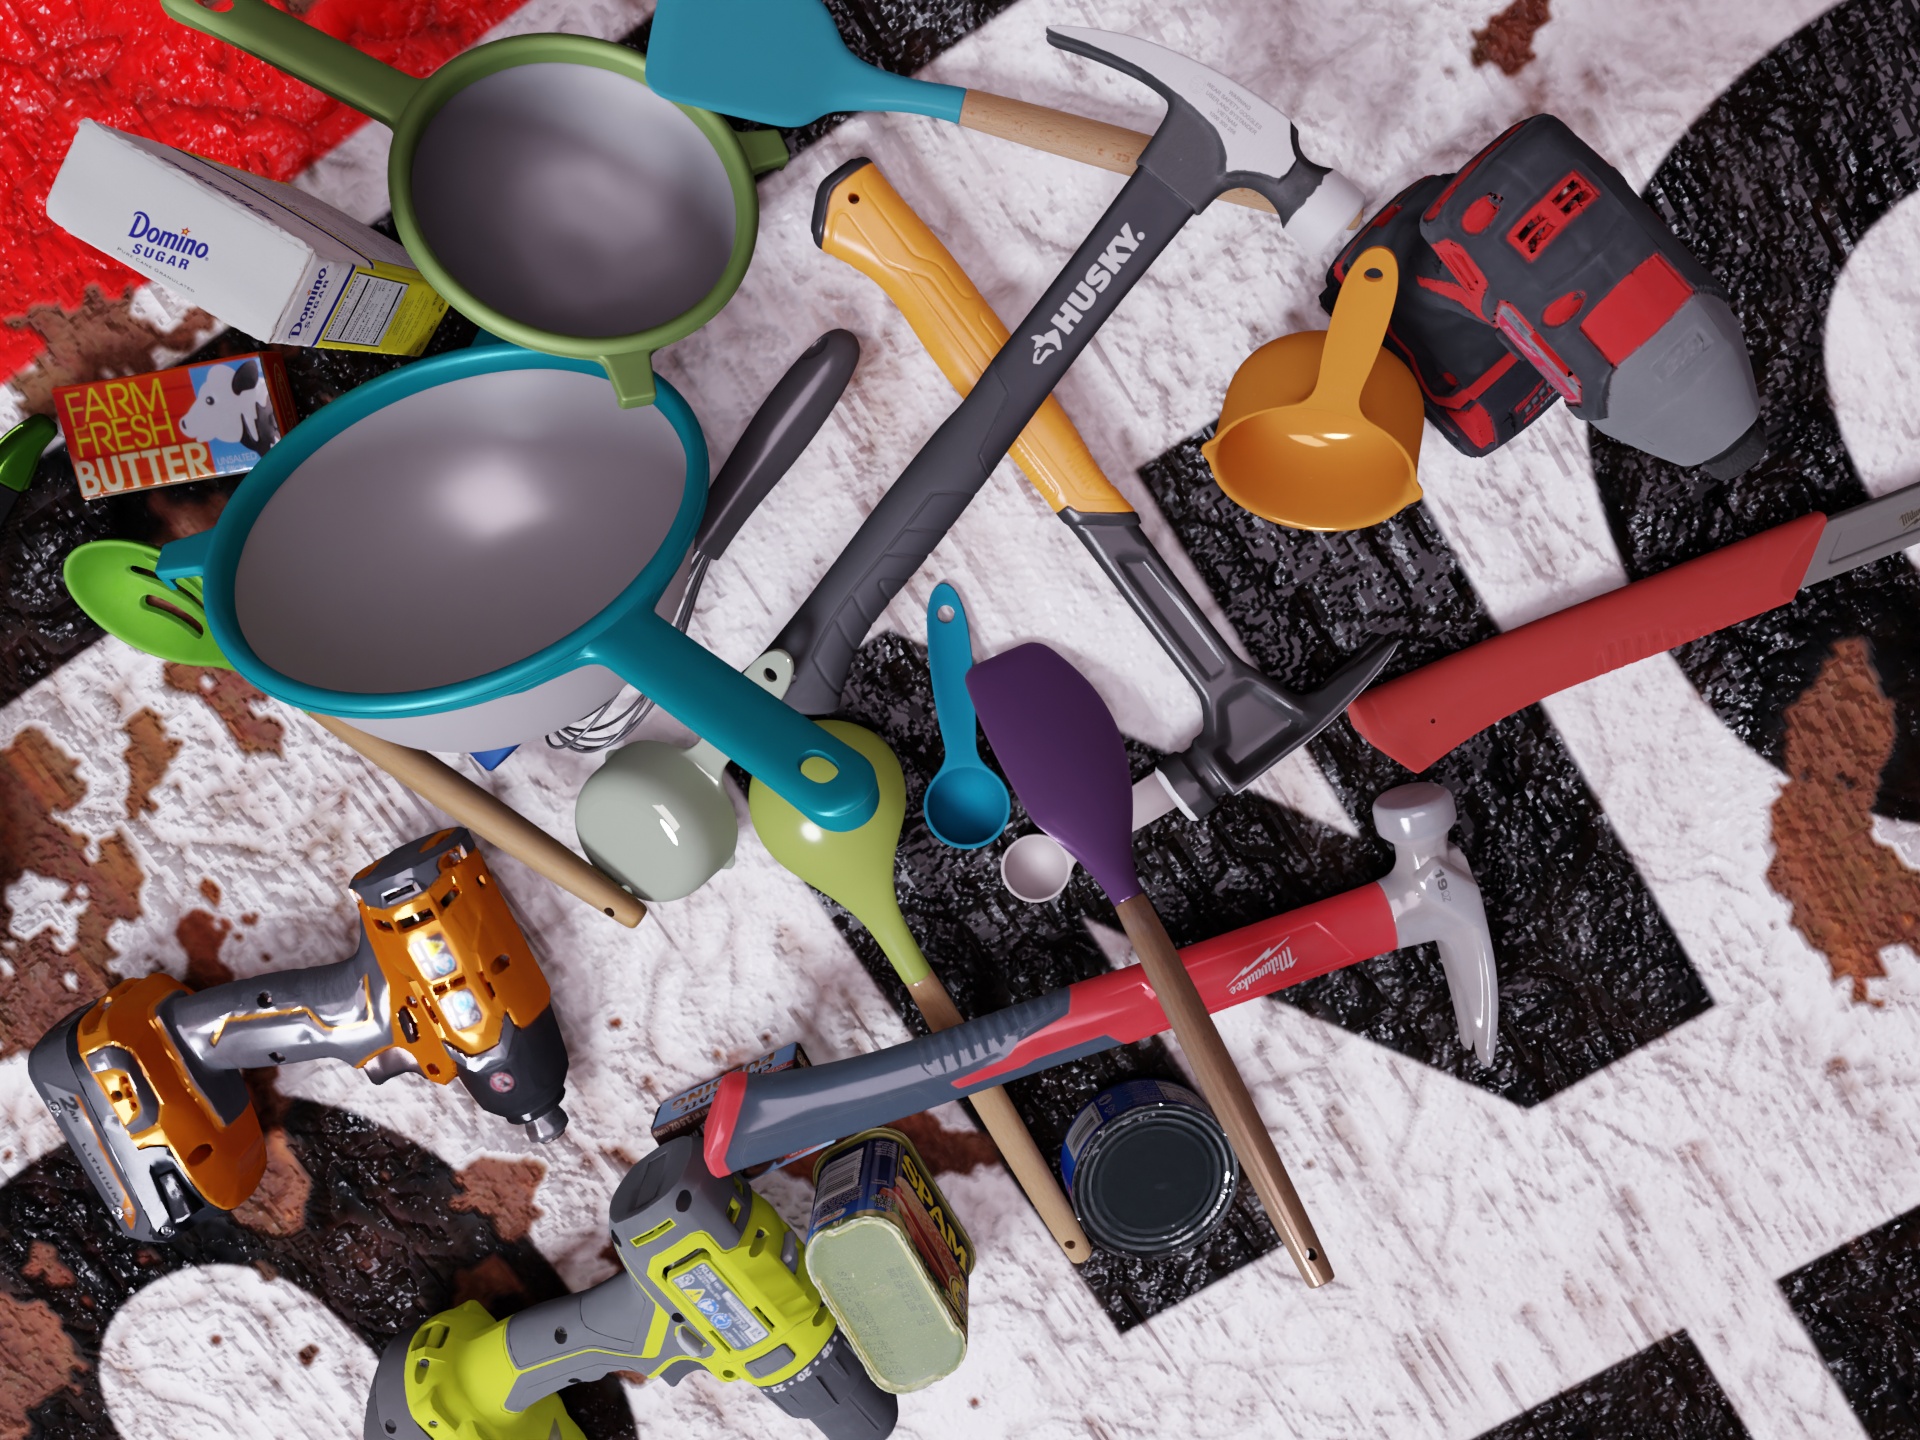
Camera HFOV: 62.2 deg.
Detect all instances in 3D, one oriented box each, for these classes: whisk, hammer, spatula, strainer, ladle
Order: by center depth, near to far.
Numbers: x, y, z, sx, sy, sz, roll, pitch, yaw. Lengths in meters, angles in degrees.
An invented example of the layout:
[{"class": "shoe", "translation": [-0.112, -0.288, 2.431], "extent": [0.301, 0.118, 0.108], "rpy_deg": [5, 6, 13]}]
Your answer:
[{"class": "strainer", "translation": [-0.153, -0.030, 0.651], "extent": [0.341, 0.095, 0.211], "rpy_deg": [33, 64, 28]}, {"class": "strainer", "translation": [-0.213, -0.235, 0.678], "extent": [0.256, 0.069, 0.151], "rpy_deg": [26, 69, -8]}, {"class": "hammer", "translation": [0.010, -0.137, 0.690], "extent": [0.146, 0.035, 0.334], "rpy_deg": [38, 103, -5]}, {"class": "spatula", "translation": [0.027, -0.264, 0.693], "extent": [0.317, 0.044, 0.082], "rpy_deg": [14, 85, -4]}, {"class": "spatula", "translation": [0.090, 0.104, 0.722], "extent": [0.060, 0.018, 0.316], "rpy_deg": [-23, 75, -12]}, {"class": "hammer", "translation": [0.055, -0.118, 0.729], "extent": [0.127, 0.034, 0.337], "rpy_deg": [-38, 98, 5]}, {"class": "hammer", "translation": [0.351, -0.071, 0.735], "extent": [0.359, 0.037, 0.149], "rpy_deg": [-21, 101, 5]}, {"class": "whisk", "translation": [-0.121, -0.082, 0.738], "extent": [0.055, 0.055, 0.239], "rpy_deg": [36, 97, -7]}, {"class": "hammer", "translation": [0.069, 0.155, 0.760], "extent": [0.386, 0.038, 0.143], "rpy_deg": [-18, 103, -5]}, {"class": "ladle", "translation": [-0.008, 0.142, 0.795], "extent": [0.078, 0.062, 0.320], "rpy_deg": [-24, 108, 13]}]

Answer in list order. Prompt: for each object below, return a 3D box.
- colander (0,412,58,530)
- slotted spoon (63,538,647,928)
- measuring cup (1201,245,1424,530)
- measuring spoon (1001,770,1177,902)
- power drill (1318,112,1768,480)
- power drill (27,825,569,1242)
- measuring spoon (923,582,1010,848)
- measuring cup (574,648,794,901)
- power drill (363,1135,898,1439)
[{"class": "colander", "translation": [-0.499, 0.046, 0.749], "extent": [0.094, 0.205, 0.397], "rpy_deg": [32, 85, -40]}, {"class": "slotted spoon", "translation": [-0.281, 0.008, 0.751], "extent": [0.314, 0.031, 0.070], "rpy_deg": [34, 131, 0]}, {"class": "measuring cup", "translation": [0.156, -0.147, 0.651], "extent": [0.095, 0.173, 0.052], "rpy_deg": [13, 63, 7]}, {"class": "measuring spoon", "translation": [0.075, 0.048, 0.782], "extent": [0.124, 0.018, 0.034], "rpy_deg": [-31, 99, 1]}, {"class": "power drill", "translation": [0.225, -0.156, 0.623], "extent": [0.143, 0.220, 0.078], "rpy_deg": [44, 100, -8]}, {"class": "power drill", "translation": [-0.310, 0.168, 0.782], "extent": [0.226, 0.084, 0.164], "rpy_deg": [-24, 102, 2]}, {"class": "measuring spoon", "translation": [-0.001, -0.002, 0.771], "extent": [0.042, 0.021, 0.128], "rpy_deg": [-6, 94, 2]}, {"class": "measuring cup", "translation": [-0.124, 0.025, 0.728], "extent": [0.083, 0.038, 0.167], "rpy_deg": [42, 130, 0]}, {"class": "power drill", "translation": [-0.161, 0.332, 0.804], "extent": [0.228, 0.080, 0.190], "rpy_deg": [-31, 109, 12]}]
